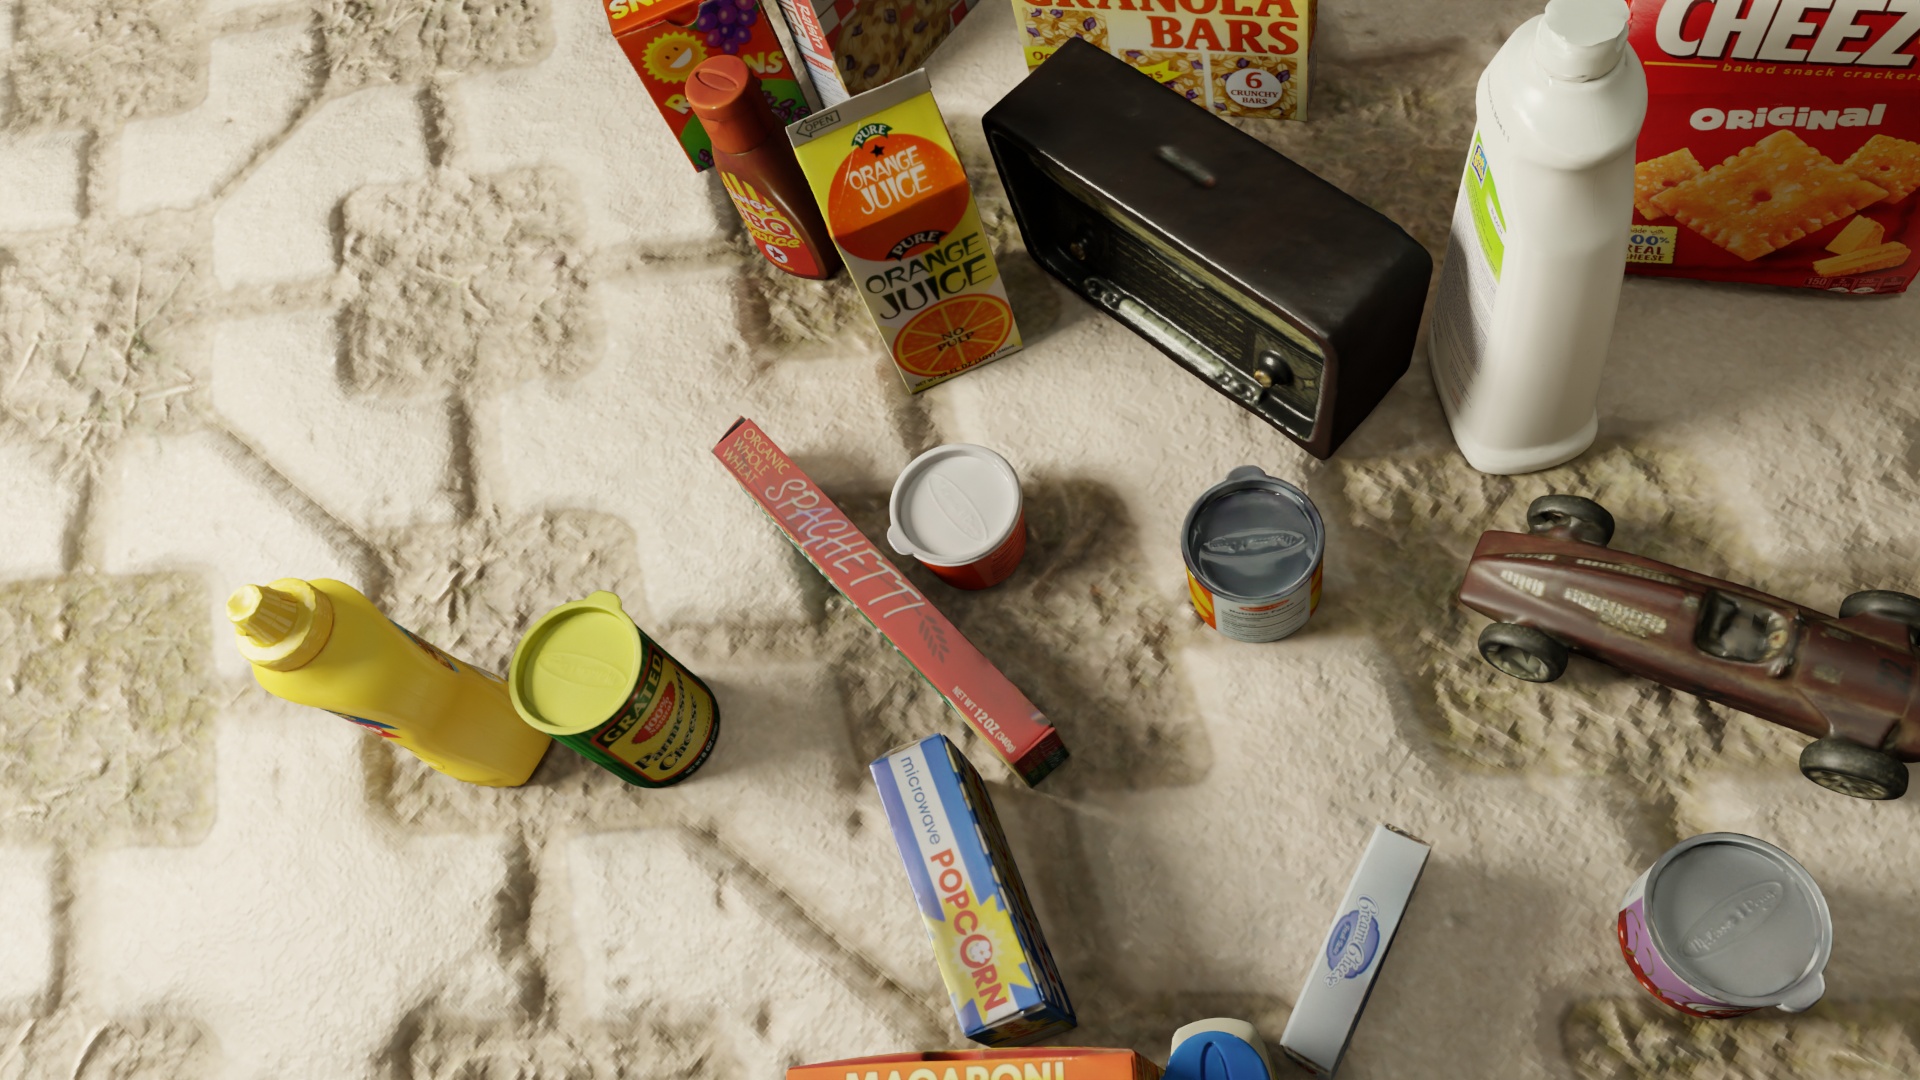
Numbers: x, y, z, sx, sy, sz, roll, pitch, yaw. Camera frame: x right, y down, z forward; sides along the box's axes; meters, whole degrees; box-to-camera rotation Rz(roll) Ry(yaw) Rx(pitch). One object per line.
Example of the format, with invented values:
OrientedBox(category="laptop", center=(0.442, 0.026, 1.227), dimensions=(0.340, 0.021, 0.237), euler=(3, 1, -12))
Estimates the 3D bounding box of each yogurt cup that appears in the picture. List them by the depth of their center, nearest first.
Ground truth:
OrientedBox(category="yogurt cup", center=(0.003, -0.009, 0.714), dimensions=(0.072, 0.053, 0.072), euler=(-5, 64, 11))

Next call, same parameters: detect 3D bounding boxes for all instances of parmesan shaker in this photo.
OrientedBox(category="parmesan shaker", center=(-0.166, 0.076, 0.687), dimensions=(0.071, 0.102, 0.071), euler=(-5, 65, 11))

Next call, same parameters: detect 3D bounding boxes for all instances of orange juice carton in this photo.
OrientedBox(category="orange juice carton", center=(-0.027, -0.163, 0.716), dimensions=(0.072, 0.192, 0.073), euler=(-22, 63, 3))

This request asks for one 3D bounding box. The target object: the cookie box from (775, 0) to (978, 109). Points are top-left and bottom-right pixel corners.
OrientedBox(category="cookie box", center=(-0.057, -0.350, 0.825), dimensions=(0.040, 0.167, 0.123), euler=(34, 77, 25))

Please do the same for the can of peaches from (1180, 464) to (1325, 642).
OrientedBox(category="can of peaches", center=(0.142, 0.008, 0.671), dimensions=(0.071, 0.058, 0.071), euler=(-5, 64, 11))

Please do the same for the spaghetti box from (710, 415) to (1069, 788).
OrientedBox(category="spaghetti box", center=(-0.041, 0.027, 0.710), dimensions=(0.029, 0.050, 0.250), euler=(-43, 63, -8))

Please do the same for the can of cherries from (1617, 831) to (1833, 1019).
OrientedBox(category="can of cherries", center=(0.307, 0.159, 0.560), dimensions=(0.071, 0.058, 0.072), euler=(-5, 64, 11))

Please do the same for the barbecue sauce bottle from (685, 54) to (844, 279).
OrientedBox(category="barbecue sauce bottle", center=(-0.109, -0.208, 0.782), dimensions=(0.065, 0.148, 0.044), euler=(28, 75, 23))

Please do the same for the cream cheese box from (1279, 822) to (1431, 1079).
OrientedBox(category="cream cheese box", center=(0.167, 0.175, 0.588), dimensions=(0.024, 0.053, 0.104), euler=(23, 73, 22))

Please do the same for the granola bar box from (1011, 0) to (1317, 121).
OrientedBox(category="granola bar box", center=(0.116, -0.297, 0.784), dimensions=(0.165, 0.124, 0.039), euler=(10, 68, 18))

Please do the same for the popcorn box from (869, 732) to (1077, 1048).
OrientedBox(category="popcorn box", center=(0.006, 0.157, 0.618), dimensions=(0.038, 0.085, 0.127), euler=(-24, 62, 2))

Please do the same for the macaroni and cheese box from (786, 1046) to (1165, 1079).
OrientedBox(category="macaroni and cheese box", center=(0.016, 0.224, 0.538), dimensions=(0.124, 0.166, 0.040), euler=(-7, 64, 10))

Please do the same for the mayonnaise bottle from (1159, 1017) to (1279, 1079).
OrientedBox(category="mayonnaise bottle", center=(0.103, 0.214, 0.532), dimensions=(0.041, 0.147, 0.065), euler=(-9, 64, 10))

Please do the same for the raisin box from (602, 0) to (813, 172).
OrientedBox(category="raisin box", center=(-0.151, -0.291, 0.845), dimensions=(0.086, 0.123, 0.040), euler=(-23, 63, 3))
